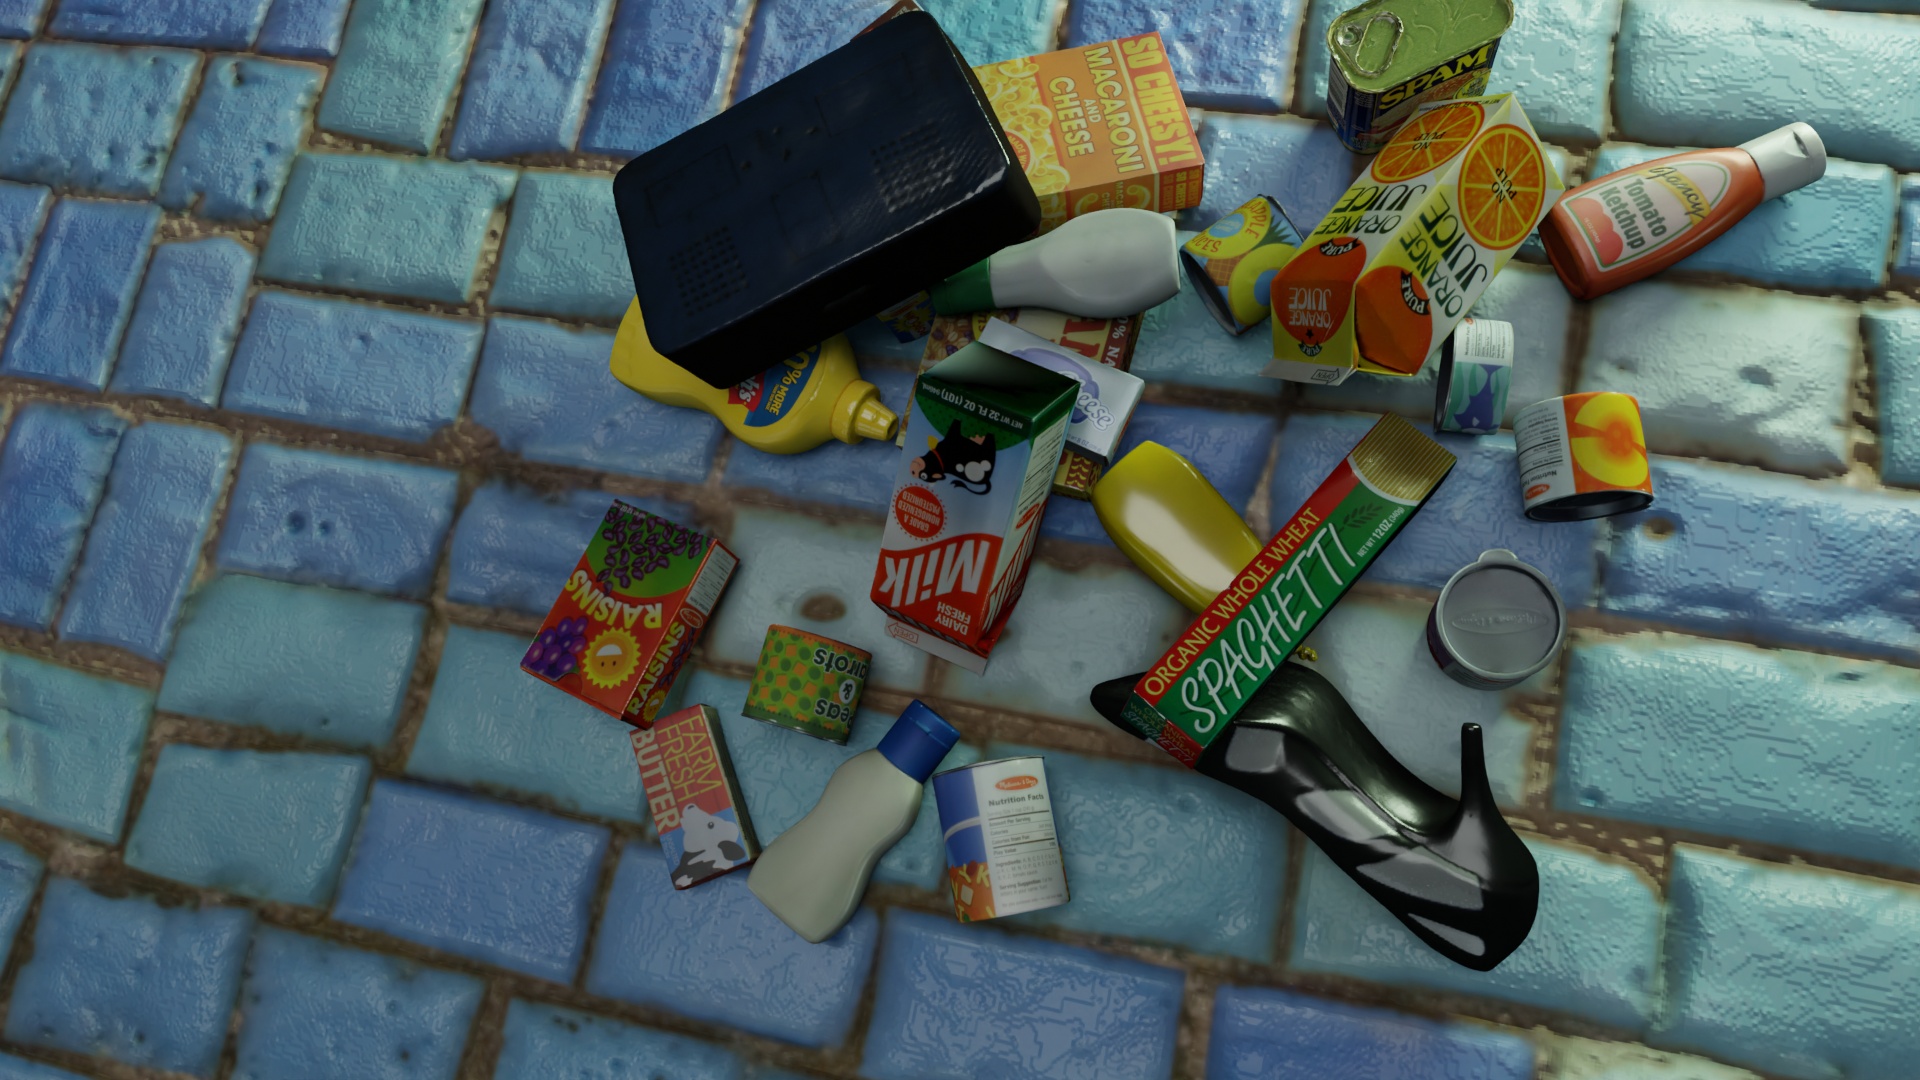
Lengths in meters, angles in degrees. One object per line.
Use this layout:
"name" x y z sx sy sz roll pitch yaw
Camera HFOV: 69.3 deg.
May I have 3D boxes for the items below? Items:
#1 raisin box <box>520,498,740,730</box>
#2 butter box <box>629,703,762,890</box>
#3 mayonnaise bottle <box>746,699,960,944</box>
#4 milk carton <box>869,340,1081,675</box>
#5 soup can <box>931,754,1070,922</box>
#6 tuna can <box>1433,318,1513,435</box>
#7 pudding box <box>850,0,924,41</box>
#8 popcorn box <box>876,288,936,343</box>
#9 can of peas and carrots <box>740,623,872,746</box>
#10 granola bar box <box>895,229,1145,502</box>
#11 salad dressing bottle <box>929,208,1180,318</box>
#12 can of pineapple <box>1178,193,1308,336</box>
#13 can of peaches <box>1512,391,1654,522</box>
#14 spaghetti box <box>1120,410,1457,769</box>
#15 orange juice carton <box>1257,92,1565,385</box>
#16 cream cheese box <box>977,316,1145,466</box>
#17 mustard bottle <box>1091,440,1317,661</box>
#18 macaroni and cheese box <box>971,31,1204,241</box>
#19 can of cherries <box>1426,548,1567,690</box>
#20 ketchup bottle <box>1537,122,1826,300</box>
"raisin box" -0.206 0.046 0.870 0.086 0.040 0.123 21 75 23
"butter box" -0.164 0.157 0.856 0.053 0.024 0.103 -23 74 6
"mayonnaise bottle" -0.058 0.163 0.824 0.065 0.041 0.148 37 86 16
"milk carton" 0.003 -0.010 0.809 0.072 0.074 0.189 23 120 17
"soup can" 0.022 0.170 0.794 0.071 0.071 0.084 -13 76 9
"tuna can" 0.294 -0.092 0.797 0.033 0.071 0.071 7 79 13
"pudding box" -0.034 -0.309 0.906 0.049 0.083 0.030 -38 72 3
"popcorn box" -0.057 -0.197 0.884 0.038 0.085 0.127 -27 73 9
"can of peas and carrots" -0.090 0.087 0.833 0.071 0.071 0.059 14 80 15
"granola bar box" 0.044 -0.118 0.868 0.124 0.039 0.166 14 80 15
"salad dressing bottle" 0.056 -0.161 0.832 0.147 0.044 0.064 -5 76 12
"can of pineapple" 0.173 -0.167 0.836 0.058 0.071 0.071 -33 73 3
"can of peaches" 0.348 -0.046 0.774 0.071 0.071 0.058 -5 76 11
"spaghetti box" 0.185 0.022 0.763 0.050 0.028 0.251 39 65 17
"orange juice carton" 0.248 -0.159 0.789 0.193 0.073 0.072 -49 28 -11
"cream cheese box" 0.052 -0.089 0.825 0.104 0.024 0.053 25 82 16
"mustard bottle" 0.147 0.015 0.810 0.065 0.048 0.160 -41 73 -4
"macaroni and cheese box" 0.056 -0.250 0.870 0.166 0.040 0.124 -11 59 0
"can of cherries" 0.295 0.045 0.767 0.071 0.058 0.071 -3 77 13
"ketchup bottle" 0.418 -0.195 0.804 0.149 0.043 0.065 -22 74 6
